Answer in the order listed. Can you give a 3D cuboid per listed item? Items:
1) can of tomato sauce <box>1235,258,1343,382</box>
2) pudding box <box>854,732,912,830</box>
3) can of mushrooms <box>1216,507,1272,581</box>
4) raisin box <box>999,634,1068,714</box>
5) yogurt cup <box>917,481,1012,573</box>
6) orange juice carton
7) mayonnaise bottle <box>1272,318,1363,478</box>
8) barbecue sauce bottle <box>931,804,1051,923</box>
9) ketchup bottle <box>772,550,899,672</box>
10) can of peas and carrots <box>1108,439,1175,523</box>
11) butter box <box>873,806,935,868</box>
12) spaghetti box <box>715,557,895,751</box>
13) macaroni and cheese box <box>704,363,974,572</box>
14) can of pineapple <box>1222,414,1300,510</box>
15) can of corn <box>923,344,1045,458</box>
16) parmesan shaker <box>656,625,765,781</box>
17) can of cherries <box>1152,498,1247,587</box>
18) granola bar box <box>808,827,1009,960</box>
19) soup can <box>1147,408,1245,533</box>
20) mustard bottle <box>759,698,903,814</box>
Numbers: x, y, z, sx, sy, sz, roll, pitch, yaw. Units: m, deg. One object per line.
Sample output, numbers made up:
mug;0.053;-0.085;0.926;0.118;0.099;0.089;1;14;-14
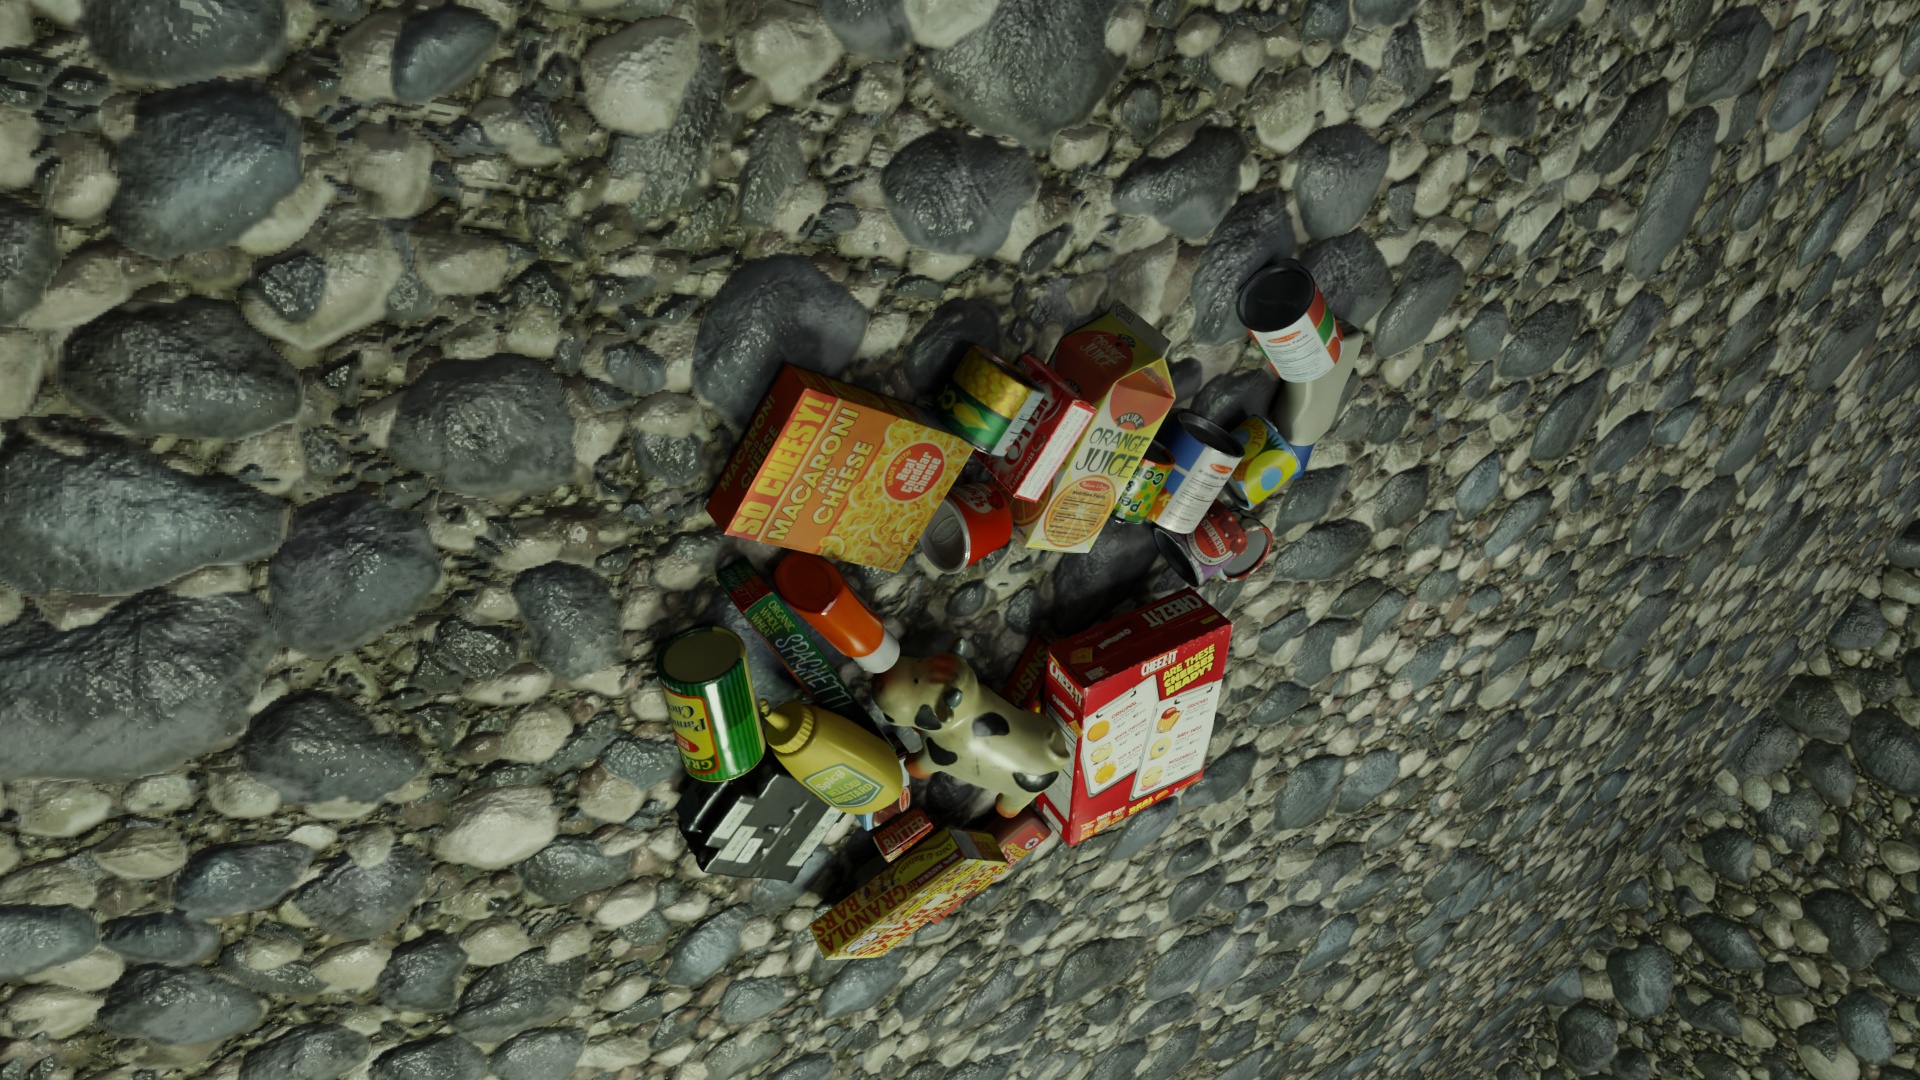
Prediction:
can of tomato sauce;0.275;-0.181;1.154;0.071;0.071;0.083;-46;139;4
pudding box;-0.072;0.217;1.247;0.050;0.030;0.083;-22;135;-23
can of mushrooms;0.264;0.004;1.325;0.071;0.033;0.070;-20;133;-23
raisin box;0.103;0.135;1.307;0.123;0.040;0.085;9;118;-43
yogurt cup;0.004;-0.014;1.087;0.054;0.072;0.072;-21;135;-34
orange juice carton;0.099;-0.089;1.089;0.073;0.072;0.192;7;120;-41
mayonnaise bottle;0.312;-0.125;1.248;0.065;0.041;0.147;-13;132;-30
barbecue sauce bottle;0.021;0.323;1.398;0.148;0.044;0.064;-40;144;-2
ketchup bottle;-0.090;0.061;1.080;0.043;0.065;0.148;-50;149;-9
can of peas and carrots;0.136;-0.055;1.148;0.071;0.071;0.058;6;120;-40
butter box;-0.049;0.285;1.303;0.053;0.024;0.103;-31;156;-11
spaghetti box;-0.118;0.102;1.100;0.029;0.050;0.249;-38;139;-7
macaroni and cheese box;-0.085;-0.048;1.006;0.166;0.040;0.123;15;114;-44
can of pineapple;0.257;-0.070;1.232;0.058;0.071;0.070;-39;139;-3
can of corn;0.018;-0.104;1.021;0.071;0.071;0.058;19;110;-45
parmesan shaker;-0.189;0.122;1.049;0.071;0.071;0.102;-23;131;-21
can of cherries;0.218;-0.001;1.257;0.058;0.072;0.071;-35;138;-9
granola bar box;-0.047;0.335;1.319;0.165;0.039;0.124;-37;156;8
soup can;0.192;-0.060;1.191;0.071;0.071;0.083;6;125;-40
mustard bottle;-0.109;0.165;1.092;0.065;0.049;0.160;-28;136;20
